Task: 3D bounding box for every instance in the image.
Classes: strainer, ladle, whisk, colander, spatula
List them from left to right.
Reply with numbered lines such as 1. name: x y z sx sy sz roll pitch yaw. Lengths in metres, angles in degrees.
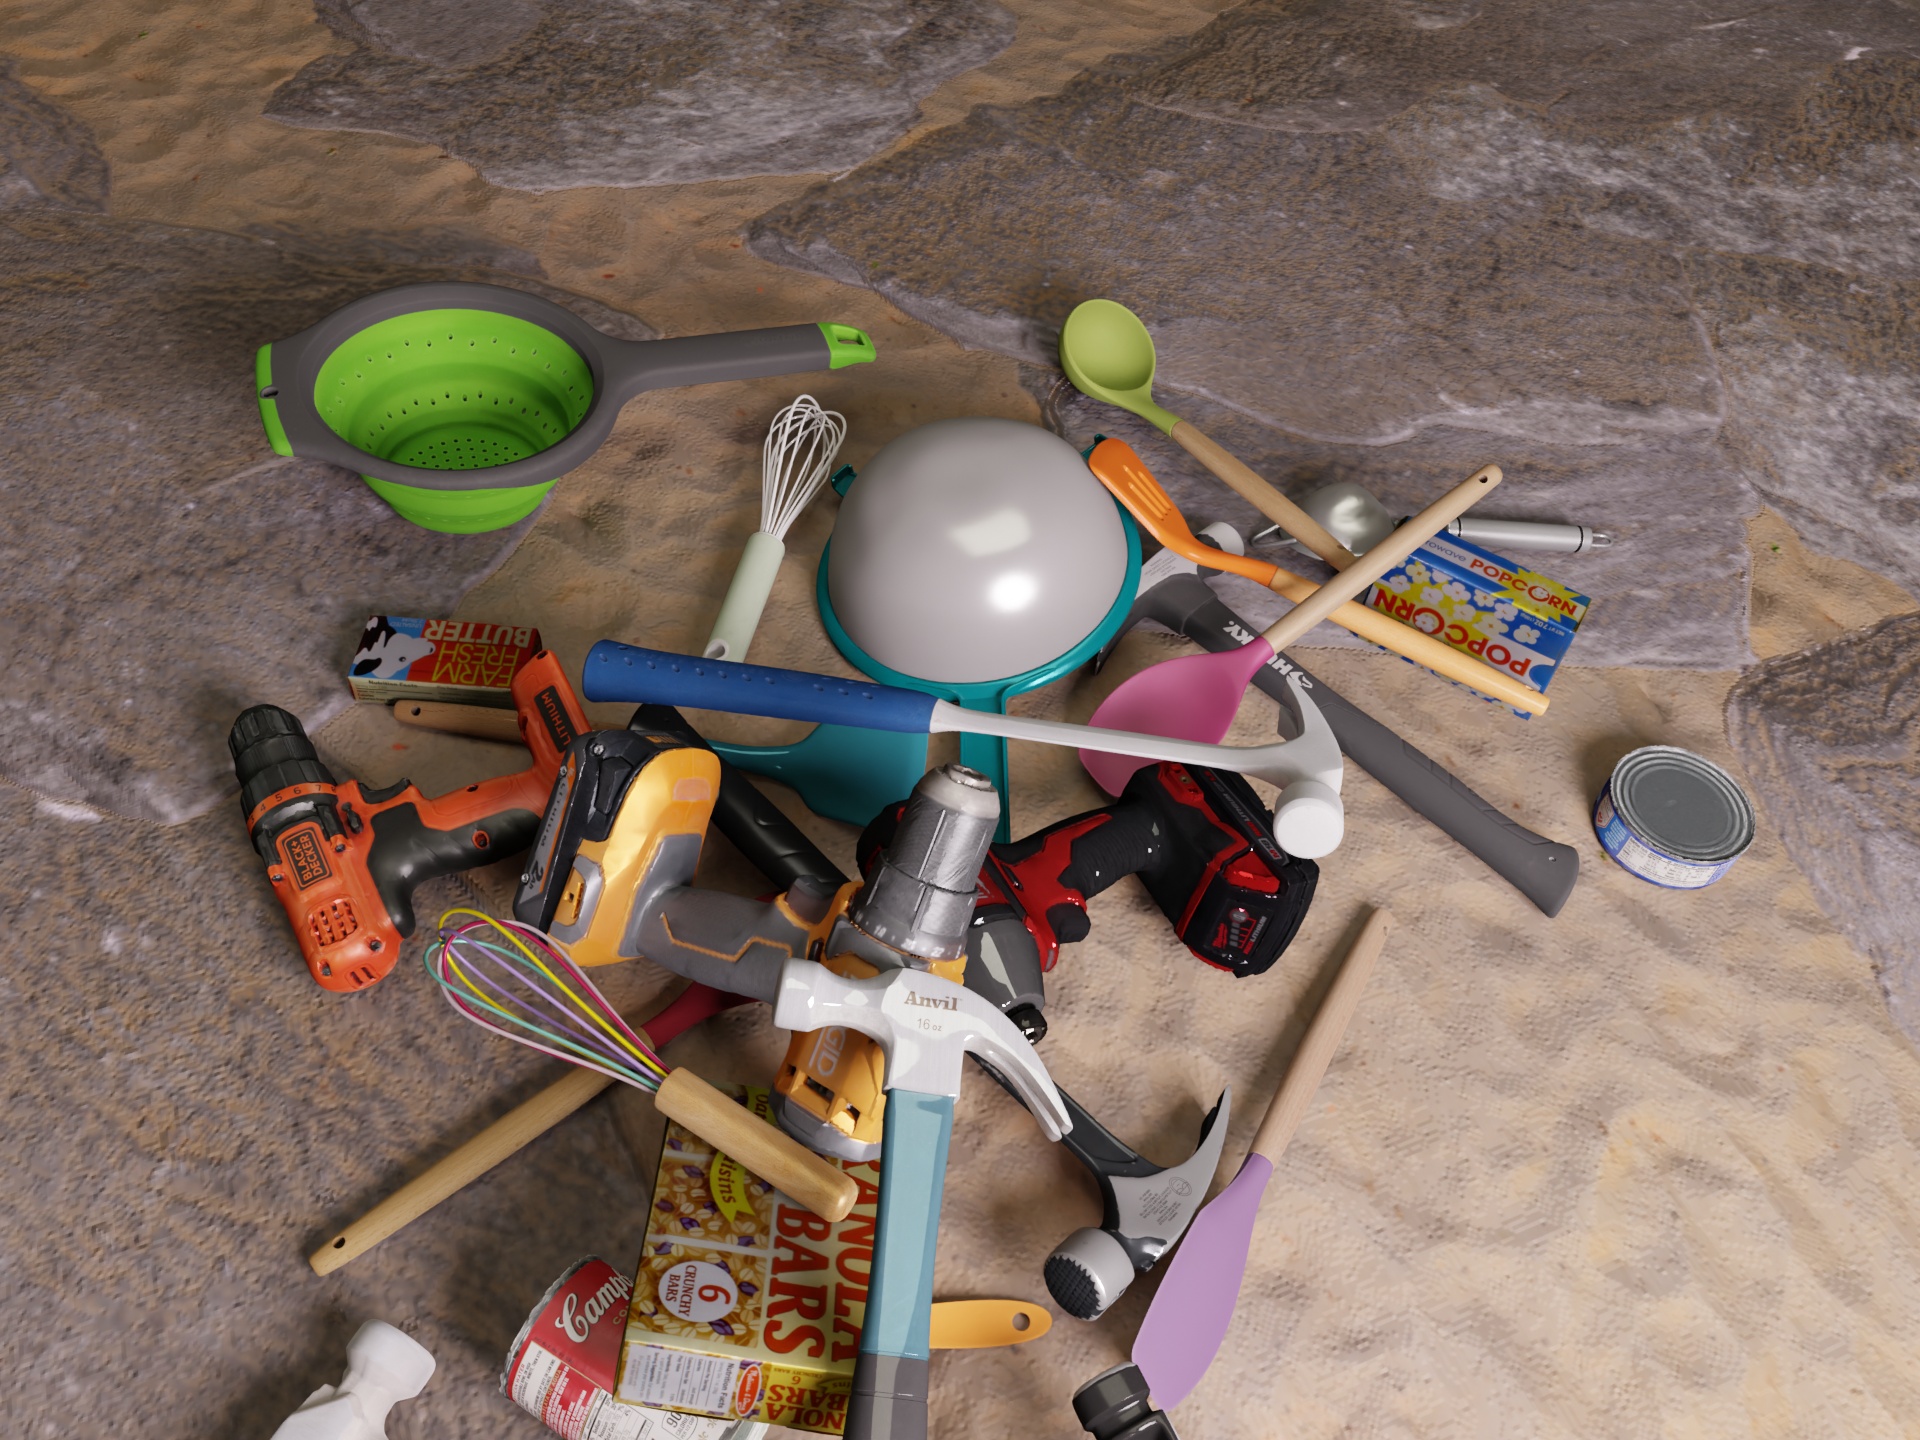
1. colander: -0.250 -0.204 1.065 0.397 0.094 0.205 -11 53 -20
2. ladle: -0.181 0.175 0.803 0.315 0.031 0.069 -33 59 -26
3. whisk: -0.151 0.154 0.727 0.245 0.051 0.047 28 97 18
4. spatula: -0.177 0.011 0.925 0.317 0.044 0.082 7 77 2
5. whisk: -0.124 -0.120 1.038 0.058 0.059 0.247 1 53 20
6. strainer: 0.006 -0.070 0.953 0.211 0.095 0.341 -6 53 6
7. ladle: 0.168 -0.198 1.090 0.078 0.062 0.320 -12 42 -29
8. spatula: 0.162 0.206 0.806 0.018 0.059 0.316 -6 33 41
9. spatula: 0.223 -0.087 1.003 0.322 0.041 0.081 27 27 8
10. strainer: 0.330 -0.135 1.100 0.258 0.050 0.087 3 36 -8

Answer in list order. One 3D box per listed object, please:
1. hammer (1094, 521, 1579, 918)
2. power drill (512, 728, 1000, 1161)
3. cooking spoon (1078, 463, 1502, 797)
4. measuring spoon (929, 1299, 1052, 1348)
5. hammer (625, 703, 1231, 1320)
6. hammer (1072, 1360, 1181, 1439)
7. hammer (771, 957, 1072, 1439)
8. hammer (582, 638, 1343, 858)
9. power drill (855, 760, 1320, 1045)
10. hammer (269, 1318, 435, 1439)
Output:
1. hammer: 0.232 0.005 0.978 0.146 0.035 0.335 -34 62 -29
2. power drill: -0.093 0.076 0.760 0.226 0.185 0.084 27 11 27
3. cooking spoon: 0.205 -0.060 0.964 0.319 0.017 0.069 -37 72 -7
4. measuring spoon: -0.015 0.283 0.743 0.117 0.011 0.021 1 68 -9
5. hammer: -0.036 0.117 0.827 0.409 0.036 0.149 40 41 22
6. hammer: -0.048 0.374 0.598 0.337 0.034 0.127 -20 56 -17
7. hammer: -0.029 0.259 0.610 0.128 0.033 0.331 9 64 -7
8. hammer: -0.001 -0.003 0.854 0.405 0.035 0.144 8 27 9
9. power drill: 0.068 0.092 0.823 0.219 0.078 0.143 -8 44 -30
10. hammer: -0.122 0.391 0.625 0.386 0.038 0.143 23 54 13
